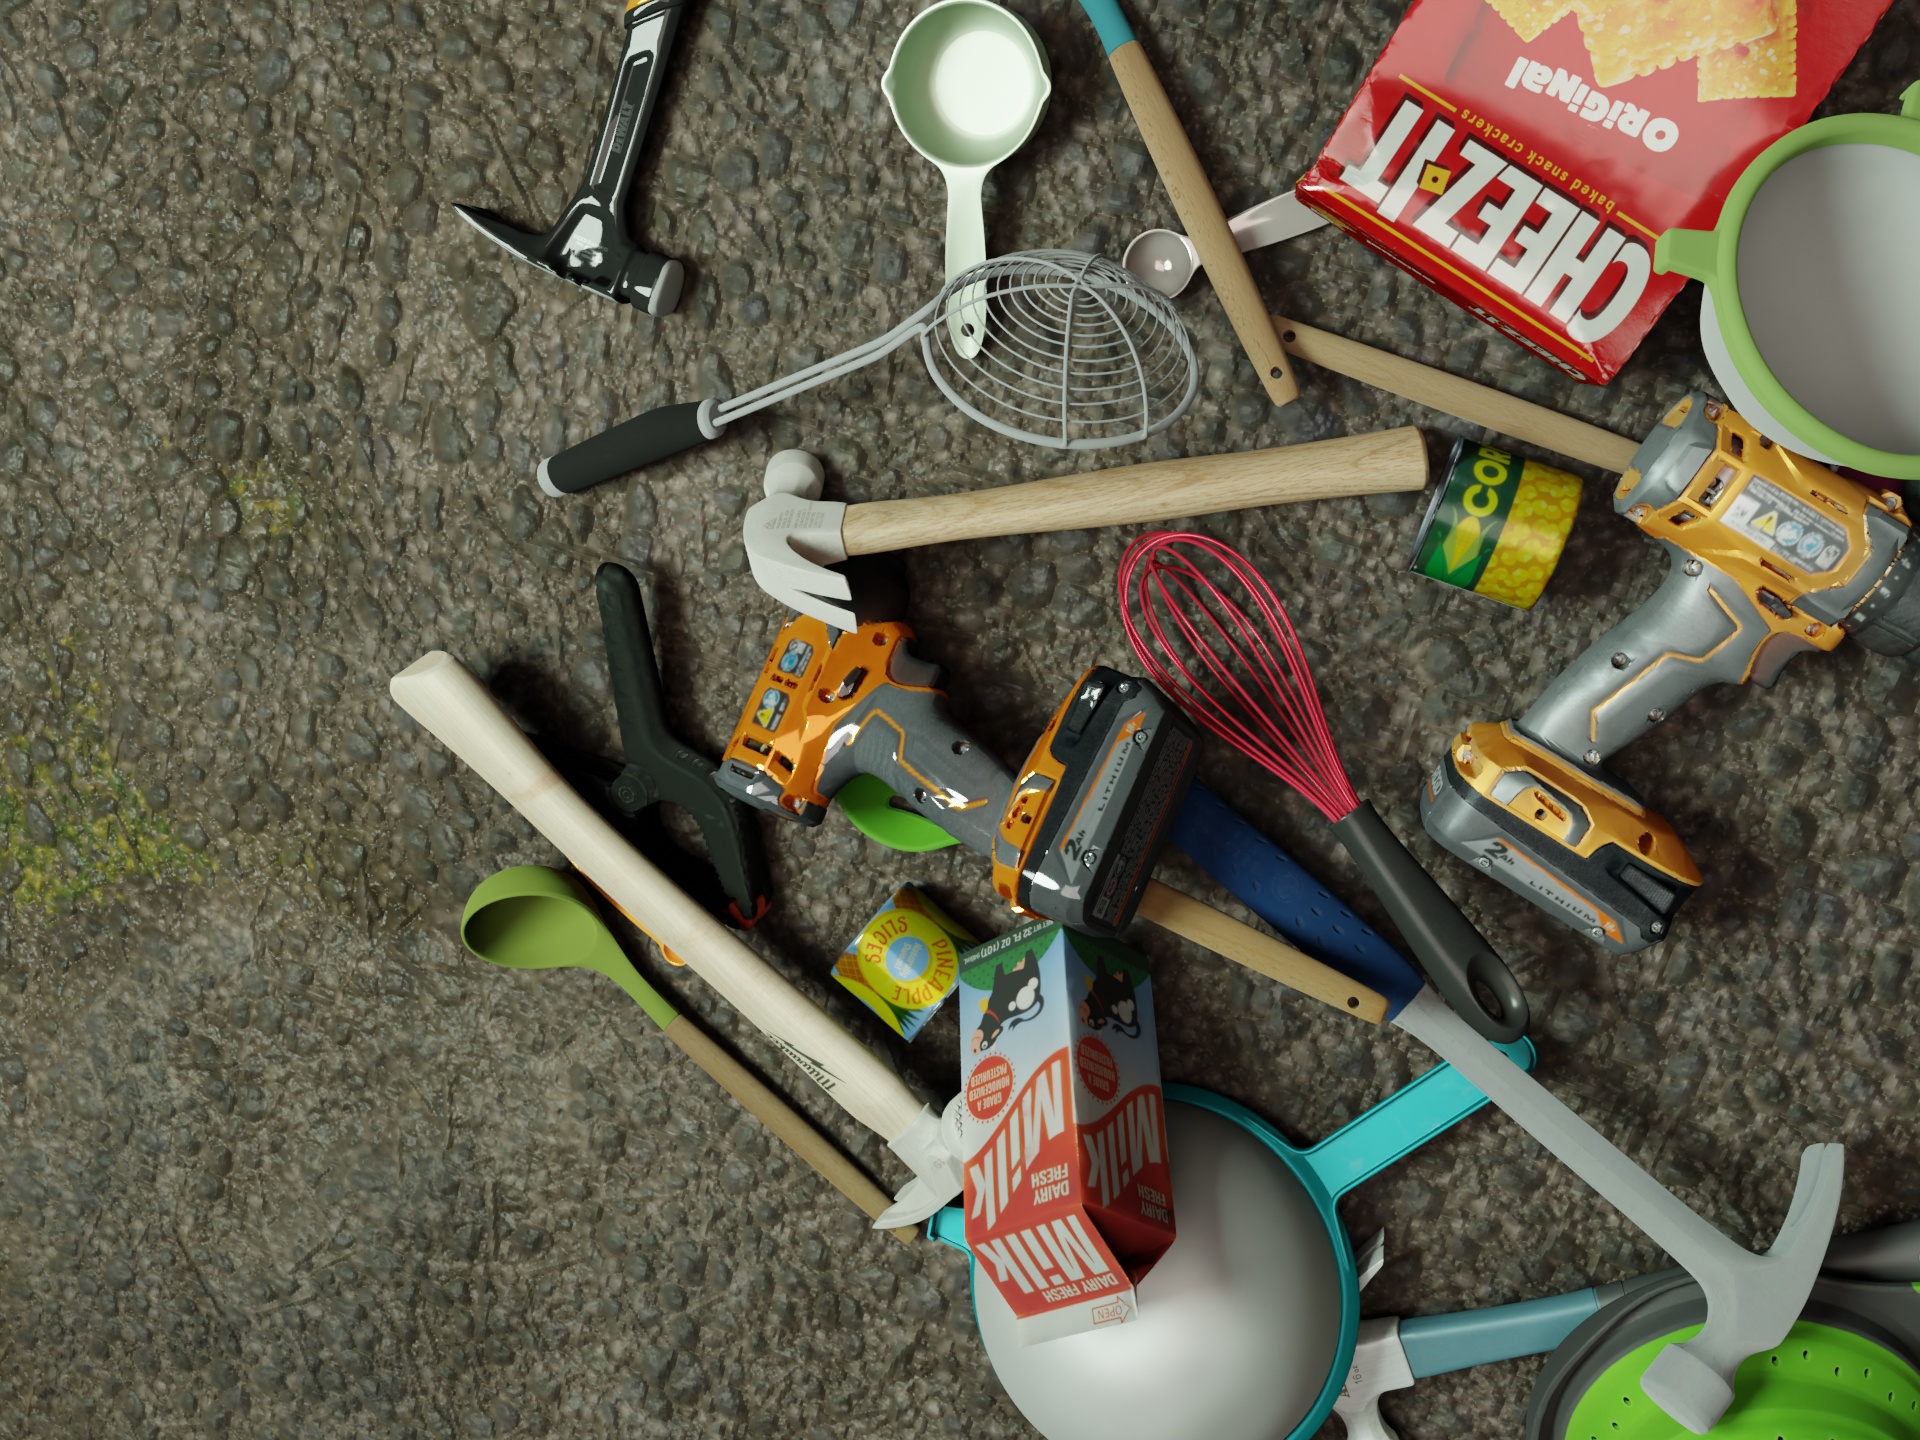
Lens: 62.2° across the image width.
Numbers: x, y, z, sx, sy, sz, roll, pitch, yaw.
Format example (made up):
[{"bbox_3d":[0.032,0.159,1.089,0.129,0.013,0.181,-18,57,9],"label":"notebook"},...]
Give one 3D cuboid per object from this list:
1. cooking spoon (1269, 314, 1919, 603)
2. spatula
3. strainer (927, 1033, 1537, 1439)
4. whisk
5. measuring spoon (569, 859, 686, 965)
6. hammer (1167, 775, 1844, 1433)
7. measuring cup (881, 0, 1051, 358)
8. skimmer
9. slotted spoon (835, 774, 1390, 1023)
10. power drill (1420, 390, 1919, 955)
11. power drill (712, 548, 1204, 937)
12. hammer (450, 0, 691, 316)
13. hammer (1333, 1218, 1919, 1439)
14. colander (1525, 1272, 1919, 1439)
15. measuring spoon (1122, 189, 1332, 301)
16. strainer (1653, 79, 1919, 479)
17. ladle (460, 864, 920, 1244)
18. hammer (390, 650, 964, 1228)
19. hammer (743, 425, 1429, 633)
[{"bbox_3d":[0.290,-0.128,0.735,0.319,0.017,0.068,23,106,9],"label":"cooking spoon"},{"bbox_3d":[0.083,-0.291,0.738,0.082,0.044,0.317,-26,88,14],"label":"spatula"},{"bbox_3d":[0.139,0.257,0.794,0.340,0.095,0.211,-38,72,14],"label":"strainer"},{"bbox_3d":[0.173,0.028,0.756,0.073,0.073,0.296,-39,80,19],"label":"whisk"},{"bbox_3d":[-0.196,0.098,0.926,0.117,0.011,0.021,44,108,7],"label":"measuring spoon"},{"bbox_3d":[0.229,0.139,0.768,0.406,0.035,0.144,41,79,14],"label":"hammer"},{"bbox_3d":[0.007,-0.265,0.783,0.083,0.038,0.167,6,117,14],"label":"measuring cup"},{"bbox_3d":[-0.062,-0.147,0.797,0.363,0.127,0.090,-13,132,33],"label":"skimmer"},{"bbox_3d":[0.067,0.077,0.797,0.314,0.031,0.070,24,108,27],"label":"slotted spoon"},{"bbox_3d":[0.338,-0.006,0.710,0.185,0.084,0.226,32,109,5],"label":"power drill"},{"bbox_3d":[-0.001,-0.003,0.785,0.227,0.084,0.164,21,85,28],"label":"power drill"},{"bbox_3d":[-0.151,-0.385,0.799,0.127,0.034,0.336,25,107,8],"label":"hammer"},{"bbox_3d":[0.339,0.298,0.803,0.331,0.033,0.128,-19,97,18],"label":"hammer"},{"bbox_3d":[0.313,0.404,0.775,0.397,0.094,0.204,-29,107,19],"label":"colander"},{"bbox_3d":[0.138,-0.233,0.762,0.124,0.018,0.034,-18,93,12],"label":"measuring spoon"},{"bbox_3d":[0.387,-0.117,0.642,0.151,0.069,0.256,-32,87,-12],"label":"strainer"},{"bbox_3d":[-0.152,0.197,0.910,0.320,0.062,0.078,41,127,1],"label":"ladle"},{"bbox_3d":[-0.154,0.115,0.866,0.410,0.038,0.146,41,140,5],"label":"hammer"},{"bbox_3d":[0.056,-0.105,0.770,0.331,0.130,0.031,-6,129,9],"label":"hammer"}]
